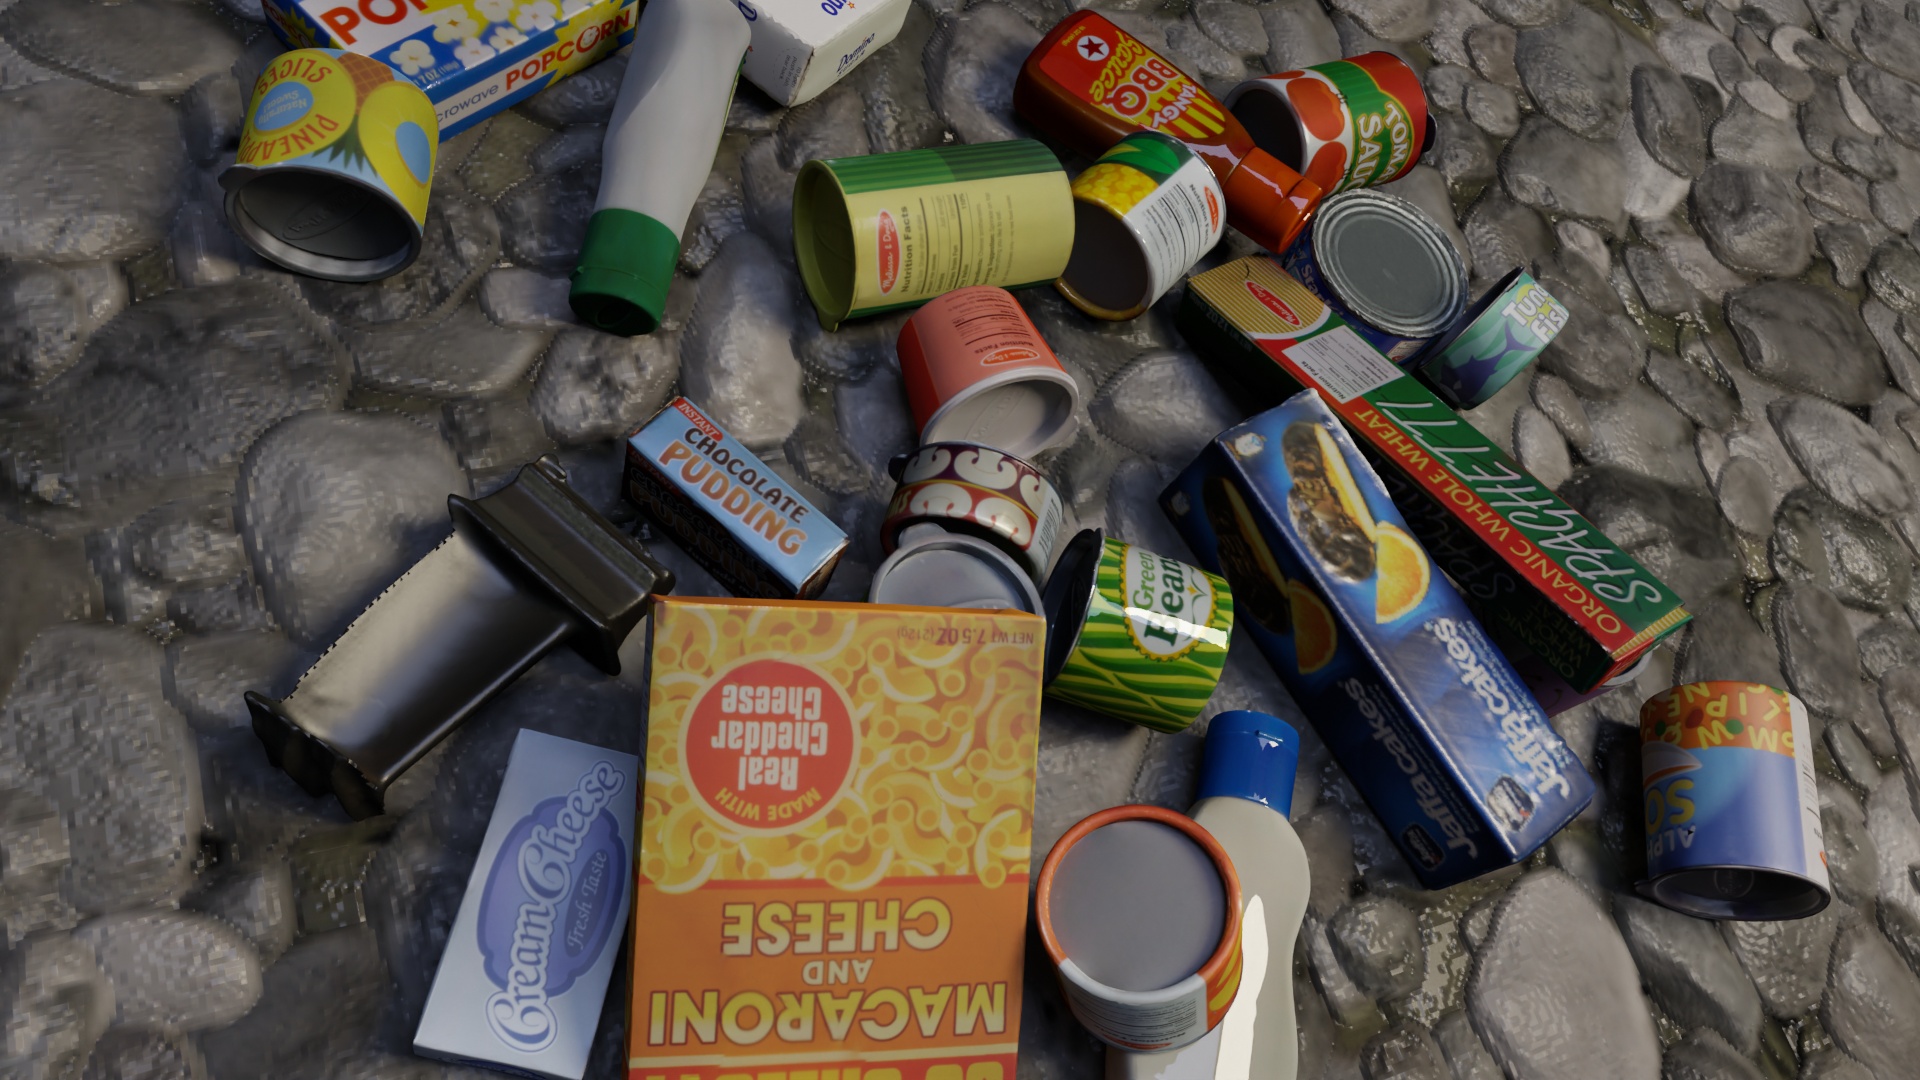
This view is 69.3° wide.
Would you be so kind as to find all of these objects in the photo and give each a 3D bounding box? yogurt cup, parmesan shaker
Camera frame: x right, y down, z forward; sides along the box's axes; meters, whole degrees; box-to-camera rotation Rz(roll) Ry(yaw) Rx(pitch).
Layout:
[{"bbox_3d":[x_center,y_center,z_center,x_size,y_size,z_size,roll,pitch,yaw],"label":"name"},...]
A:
[{"bbox_3d":[0.008,-0.067,0.567,0.072,0.072,0.054,-10,61,-23],"label":"yogurt cup"},{"bbox_3d":[-0.012,-0.131,0.593,0.103,0.071,0.071,-14,70,-25],"label":"parmesan shaker"}]

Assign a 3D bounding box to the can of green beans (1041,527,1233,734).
[{"bbox_3d":[0.064,0.035,0.534,0.058,0.071,0.071,19,61,-10],"label":"can of green beans"}]

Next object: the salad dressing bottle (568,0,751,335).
[{"bbox_3d":[-0.124,-0.156,0.569,0.044,0.064,0.148,23,66,-30],"label":"salad dressing bottle"}]

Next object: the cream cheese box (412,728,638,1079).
[{"bbox_3d":[-0.133,0.117,0.449,0.053,0.024,0.104,16,61,-10],"label":"cream cheese box"}]

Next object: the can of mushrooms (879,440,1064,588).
[{"bbox_3d":[0.002,-0.007,0.534,0.071,0.070,0.033,22,61,-8],"label":"can of mushrooms"}]

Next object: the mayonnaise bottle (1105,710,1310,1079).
[{"bbox_3d":[0.098,0.136,0.512,0.065,0.041,0.149,20,59,-4],"label":"mayonnaise bottle"}]

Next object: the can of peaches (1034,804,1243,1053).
[{"bbox_3d":[0.060,0.126,0.459,0.071,0.057,0.071,-5,56,8],"label":"can of peaches"}]

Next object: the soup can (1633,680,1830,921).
[{"bbox_3d":[0.323,0.110,0.590,0.071,0.071,0.084,18,60,-10],"label":"soup can"}]

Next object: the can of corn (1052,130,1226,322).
[{"bbox_3d":[0.074,-0.141,0.627,0.071,0.071,0.058,43,60,4],"label":"can of corn"}]

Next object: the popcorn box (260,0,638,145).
[{"bbox_3d":[-0.210,-0.224,0.582,0.085,0.038,0.127,44,59,7],"label":"popcorn box"}]

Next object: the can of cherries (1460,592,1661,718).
[{"bbox_3d":[0.255,0.043,0.602,0.071,0.058,0.072,8,62,-16],"label":"can of cherries"}]

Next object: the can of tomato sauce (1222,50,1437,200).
[{"bbox_3d":[0.180,-0.202,0.691,0.083,0.071,0.071,-20,73,-26],"label":"can of tomato sauce"}]

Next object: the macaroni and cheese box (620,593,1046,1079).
[{"bbox_3d":[-0.041,0.103,0.441,0.124,0.040,0.166,3,90,-15],"label":"macaroni and cheese box"}]

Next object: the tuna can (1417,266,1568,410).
[{"bbox_3d":[0.256,-0.097,0.664,0.033,0.070,0.071,44,59,3],"label":"tuna can"}]

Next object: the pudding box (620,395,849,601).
[{"bbox_3d":[-0.084,-0.009,0.514,0.084,0.049,0.030,41,61,3],"label":"pudding box"}]

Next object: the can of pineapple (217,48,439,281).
[{"bbox_3d":[-0.232,-0.139,0.515,0.071,0.070,0.058,6,63,-17],"label":"can of pineapple"}]

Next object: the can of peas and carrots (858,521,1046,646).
[{"bbox_3d":[-0.010,0.037,0.512,0.071,0.058,0.071,8,62,-15],"label":"can of peas and carrots"}]

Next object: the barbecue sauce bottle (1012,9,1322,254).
[{"bbox_3d":[0.100,-0.191,0.659,0.149,0.043,0.065,37,63,11],"label":"barbecue sauce bottle"}]

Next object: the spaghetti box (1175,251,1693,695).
[{"bbox_3d":[0.190,-0.038,0.592,0.050,0.028,0.251,-24,56,-26],"label":"spaghetti box"}]
